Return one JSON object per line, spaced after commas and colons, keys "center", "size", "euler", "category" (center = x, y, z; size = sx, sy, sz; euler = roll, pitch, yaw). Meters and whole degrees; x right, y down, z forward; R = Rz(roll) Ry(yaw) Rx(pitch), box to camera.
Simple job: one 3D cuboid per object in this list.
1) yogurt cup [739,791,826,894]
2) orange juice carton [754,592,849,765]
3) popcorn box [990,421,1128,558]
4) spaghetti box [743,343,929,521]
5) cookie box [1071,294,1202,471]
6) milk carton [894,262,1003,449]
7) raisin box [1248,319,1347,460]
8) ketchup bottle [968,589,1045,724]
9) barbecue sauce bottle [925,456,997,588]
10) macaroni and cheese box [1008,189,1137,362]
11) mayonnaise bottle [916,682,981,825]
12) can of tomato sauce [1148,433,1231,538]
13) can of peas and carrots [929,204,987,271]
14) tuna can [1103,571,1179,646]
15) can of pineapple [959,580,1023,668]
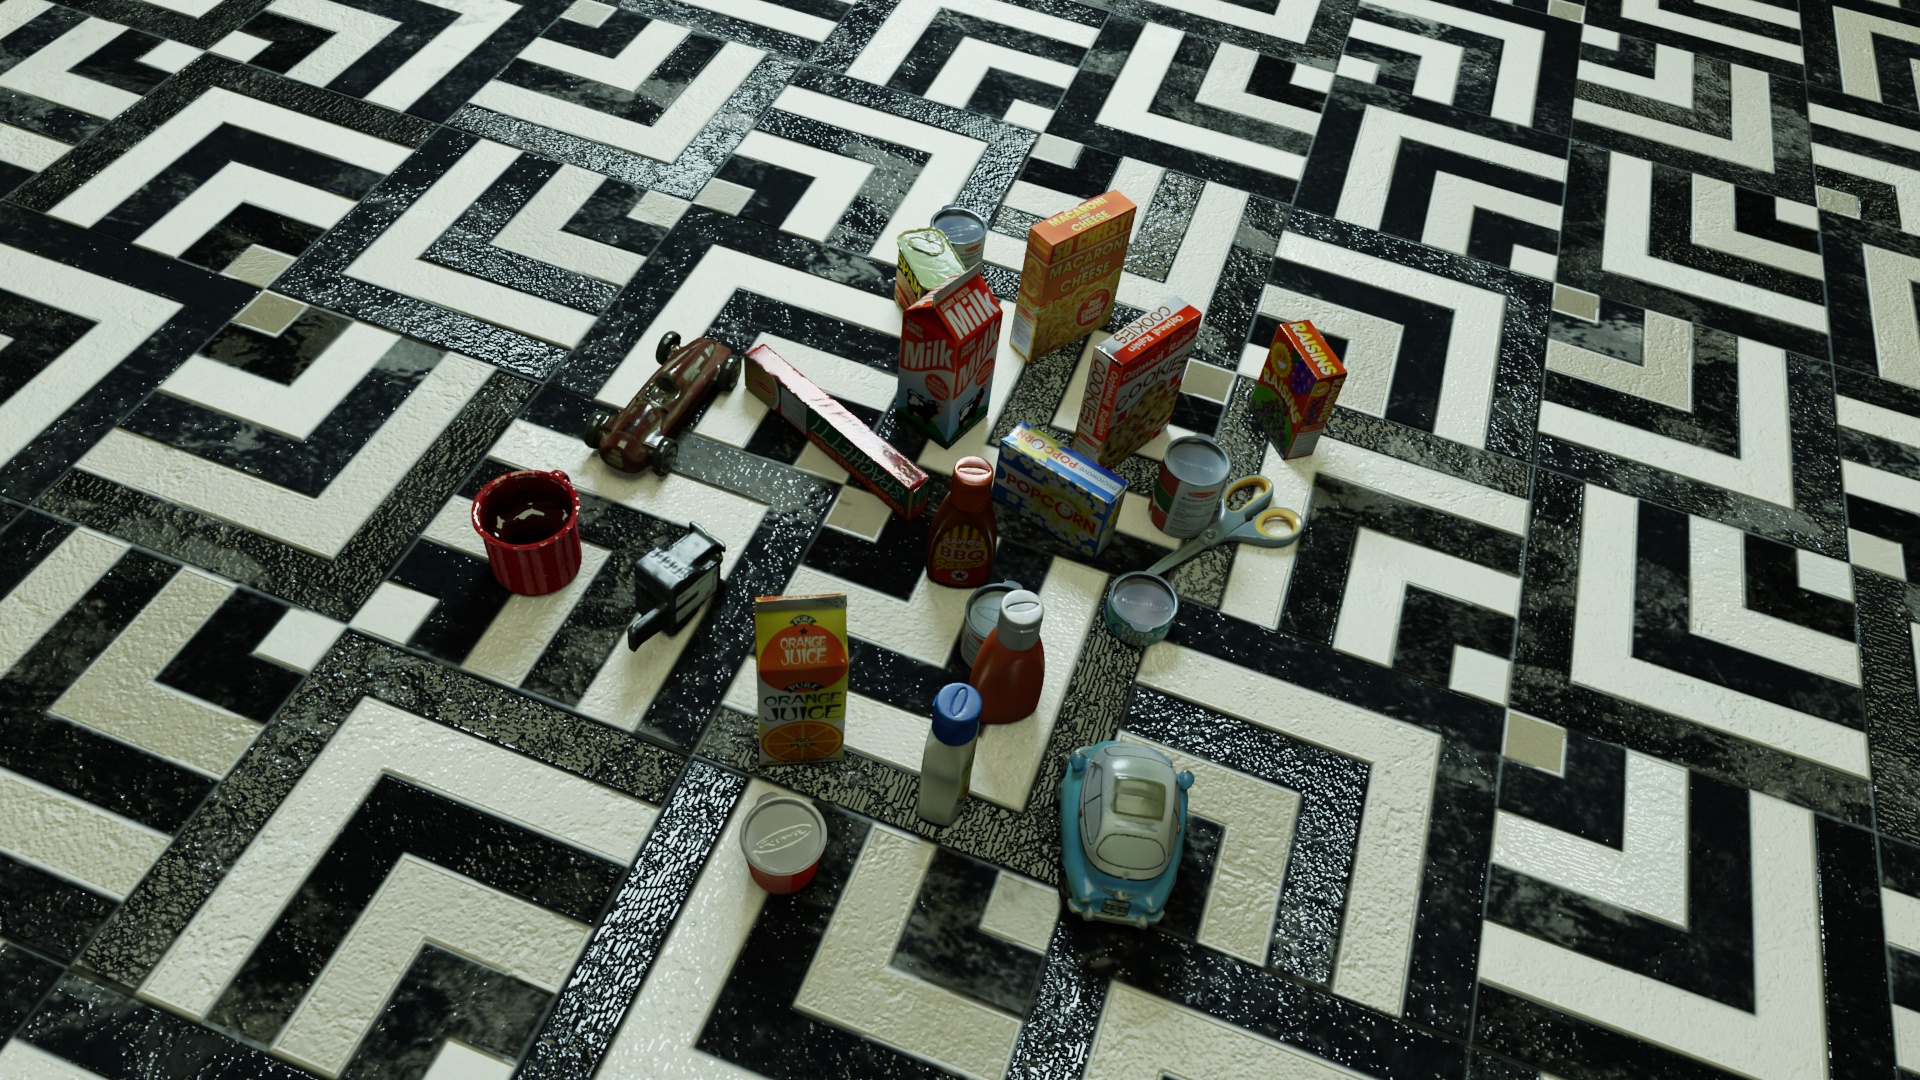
{"center": [-0.141, 0.245, 1.103], "size": [0.072, 0.053, 0.073], "euler": [4, 51, -4], "category": "yogurt cup"}
{"center": [-0.130, 0.104, 1.131], "size": [0.072, 0.191, 0.073], "euler": [-2, 51, -9], "category": "orange juice carton"}
{"center": [0.095, -0.049, 1.355], "size": [0.127, 0.084, 0.038], "euler": [32, 54, 18], "category": "popcorn box"}
{"center": [-0.127, -0.110, 1.399], "size": [0.250, 0.049, 0.029], "euler": [39, 57, 23], "category": "spaghetti box"}
{"center": [0.175, -0.151, 1.395], "size": [0.040, 0.166, 0.123], "euler": [40, 57, 23], "category": "cookie box"}
{"center": [-0.012, -0.190, 1.388], "size": [0.073, 0.189, 0.073], "euler": [35, 55, 20], "category": "milk carton"}
{"center": [0.351, -0.157, 1.451], "size": [0.040, 0.122, 0.086], "euler": [-12, 53, -16], "category": "raisin box"}
{"center": [0.044, 0.101, 1.184], "size": [0.065, 0.148, 0.044], "euler": [-7, 52, -13], "category": "ketchup bottle"}
{"center": [0.005, -0.016, 1.275], "size": [0.065, 0.147, 0.044], "euler": [6, 51, -3], "category": "barbecue sauce bottle"}
{"center": [0.119, -0.285, 1.498], "size": [0.124, 0.165, 0.040], "euler": [-29, 60, -27], "category": "macaroni and cheese box"}
{"center": [-0.008, 0.170, 1.121], "size": [0.041, 0.147, 0.065], "euler": [18, 51, 7], "category": "mayonnaise bottle"}
{"center": [0.226, -0.054, 1.377], "size": [0.071, 0.082, 0.071], "euler": [4, 51, -4], "category": "can of tomato sauce"}
{"center": [-0.006, -0.342, 1.599], "size": [0.071, 0.058, 0.071], "euler": [4, 51, -4], "category": "can of peas and carrots"}
{"center": [0.169, 0.066, 1.303], "size": [0.071, 0.032, 0.071], "euler": [4, 51, -4], "category": "tuna can"}
{"center": [0.035, 0.081, 1.258], "size": [0.071, 0.057, 0.071], "euler": [4, 51, -4], "category": "can of pineapple"}
